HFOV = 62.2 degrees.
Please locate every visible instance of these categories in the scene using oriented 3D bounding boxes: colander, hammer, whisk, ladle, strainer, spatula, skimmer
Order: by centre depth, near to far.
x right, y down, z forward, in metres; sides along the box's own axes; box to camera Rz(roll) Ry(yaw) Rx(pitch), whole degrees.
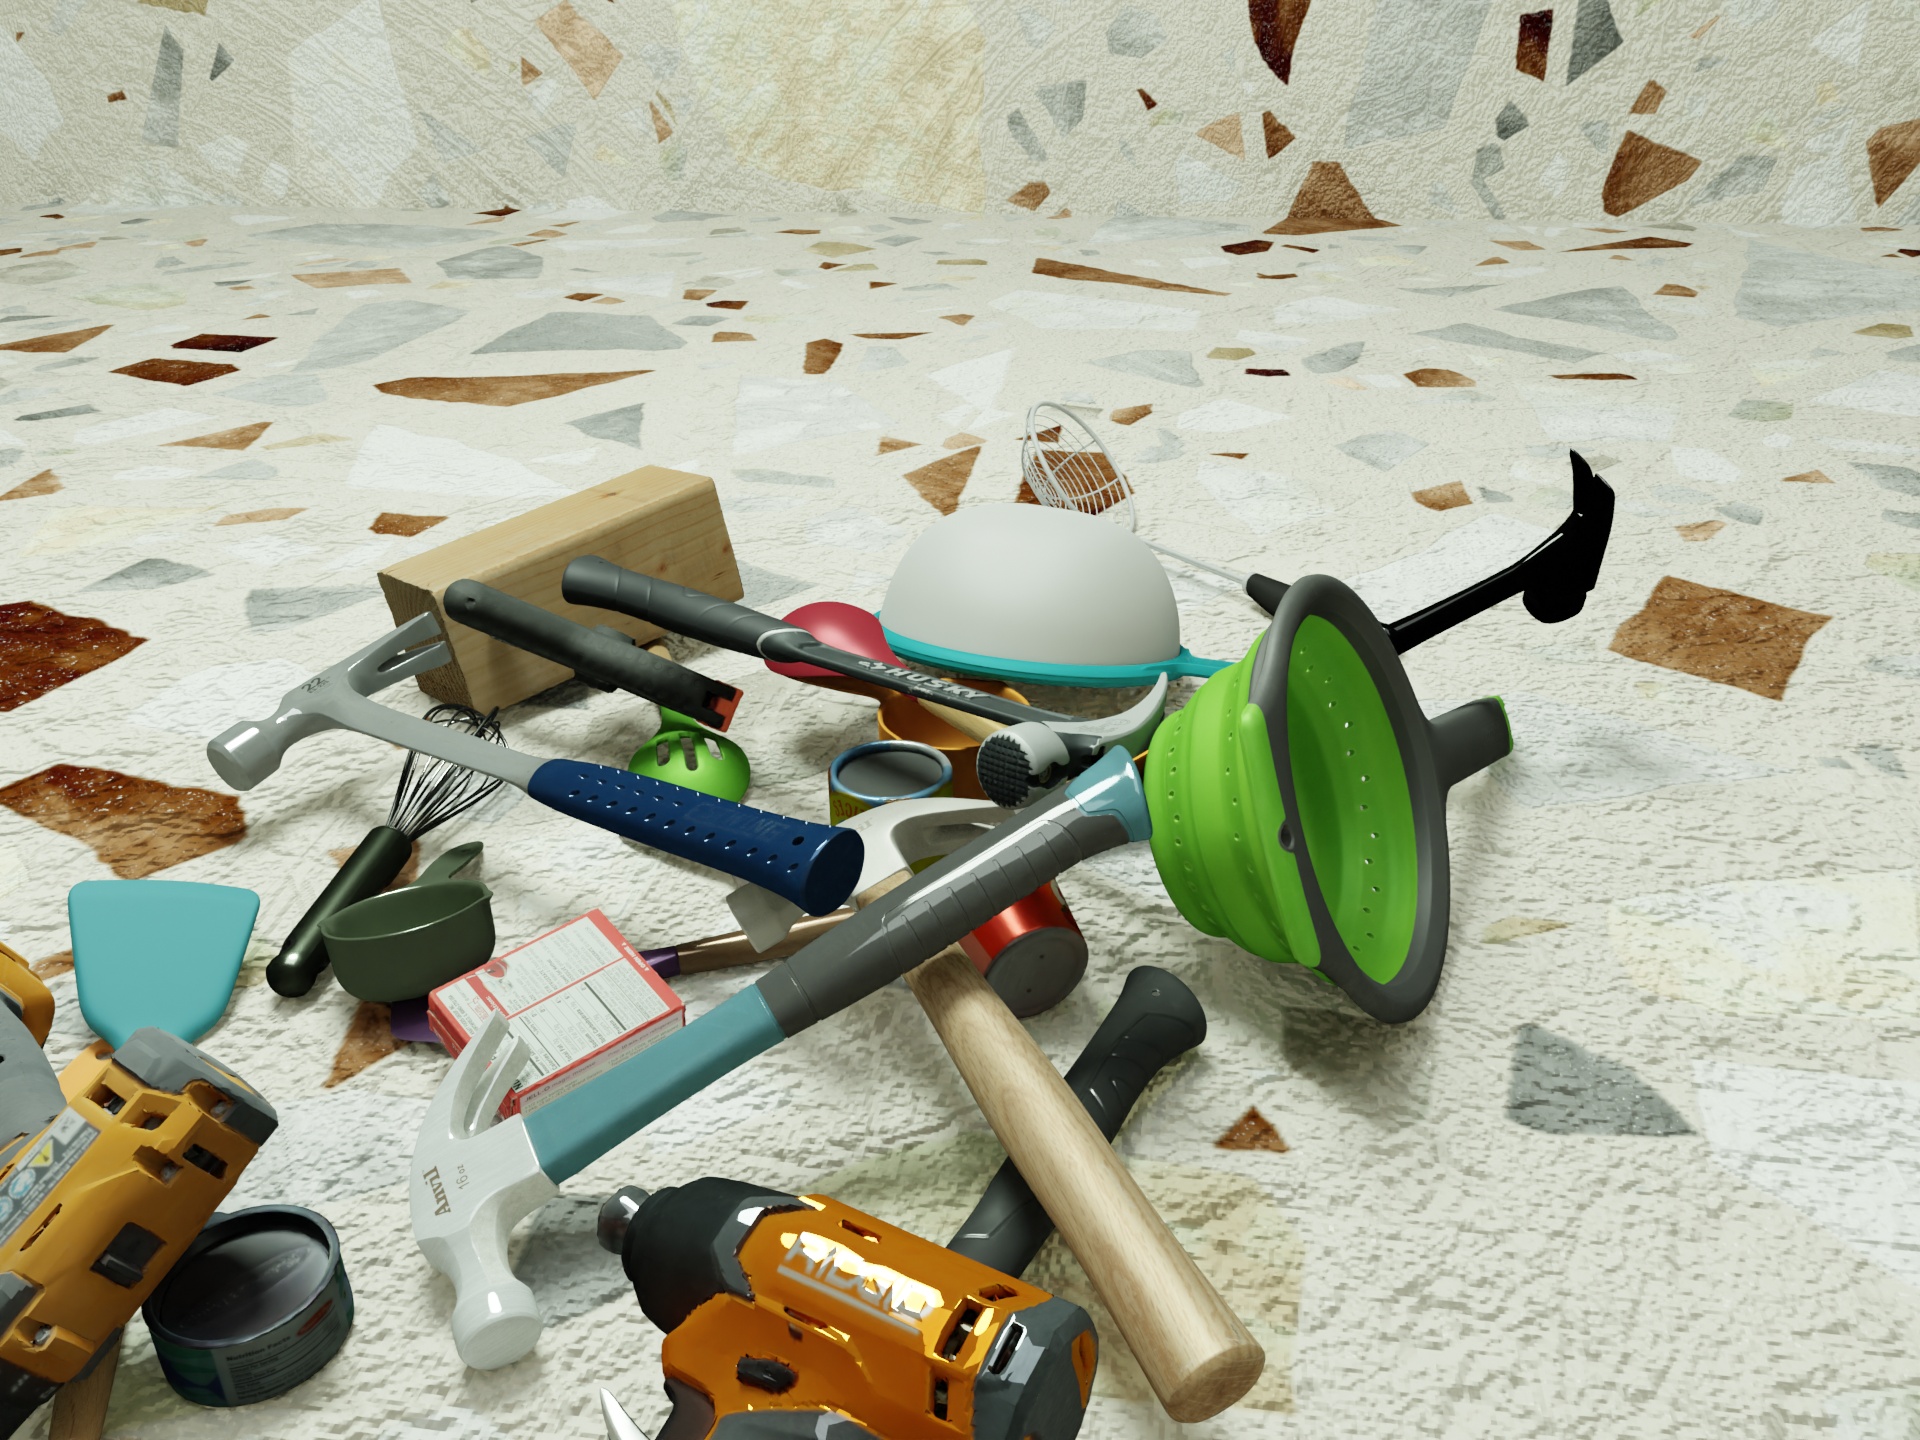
[{"bbox_3d":[0.011,0.191,0.596,0.146,0.035,0.335,14,31,25],"label":"hammer"},{"bbox_3d":[0.016,0.129,0.618,0.130,0.031,0.332,-31,37,-9],"label":"hammer"},{"bbox_3d":[-0.062,0.108,0.627,0.331,0.033,0.128,-31,46,-11],"label":"hammer"},{"bbox_3d":[-0.336,0.169,0.639,0.082,0.044,0.318,6,25,-23],"label":"spatula"},{"bbox_3d":[-0.111,0.112,0.768,0.316,0.018,0.060,-10,26,-15],"label":"spatula"},{"bbox_3d":[-0.211,0.022,0.799,0.406,0.035,0.144,14,43,35],"label":"hammer"},{"bbox_3d":[0.192,0.032,0.809,0.094,0.204,0.397,-14,0,33],"label":"colander"},{"bbox_3d":[-0.299,0.062,0.846,0.058,0.059,0.246,-38,19,27],"label":"whisk"},{"bbox_3d":[-0.075,-0.038,0.849,0.409,0.036,0.149,18,22,37],"label":"hammer"},{"bbox_3d":[-0.001,-0.003,0.863,0.069,0.031,0.316,-38,47,-26],"label":"ladle"},{"bbox_3d":[0.202,-0.029,0.866,0.337,0.127,0.034,-27,59,-5],"label":"hammer"},{"bbox_3d":[0.105,-0.078,0.986,0.340,0.095,0.211,10,14,24],"label":"strainer"},{"bbox_3d":[0.181,-0.147,1.176,0.364,0.090,0.127,30,9,41],"label":"skimmer"}]

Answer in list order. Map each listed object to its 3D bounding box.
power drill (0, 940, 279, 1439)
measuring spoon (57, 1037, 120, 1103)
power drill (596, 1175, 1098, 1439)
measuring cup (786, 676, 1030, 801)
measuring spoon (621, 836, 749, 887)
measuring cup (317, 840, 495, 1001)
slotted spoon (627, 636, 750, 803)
[{"bbox_3d":[-0.372,0.172,0.569,0.226,0.084,0.185,16,60,34],"label":"power drill"},{"bbox_3d":[-0.385,0.171,0.677,0.021,0.011,0.117,6,24,-3],"label":"measuring spoon"},{"bbox_3d":[-0.082,0.228,0.428,0.164,0.084,0.226,15,46,27],"label":"power drill"},{"bbox_3d":[-0.037,0.007,0.932,0.174,0.052,0.095,16,32,32],"label":"measuring cup"},{"bbox_3d":[-0.138,0.074,0.852,0.124,0.018,0.034,11,29,35],"label":"measuring spoon"},{"bbox_3d":[-0.260,0.097,0.794,0.083,0.038,0.168,-10,11,-2],"label":"measuring cup"},{"bbox_3d":[-0.191,-0.022,1.020,0.070,0.031,0.314,-7,27,-16],"label":"slotted spoon"}]
